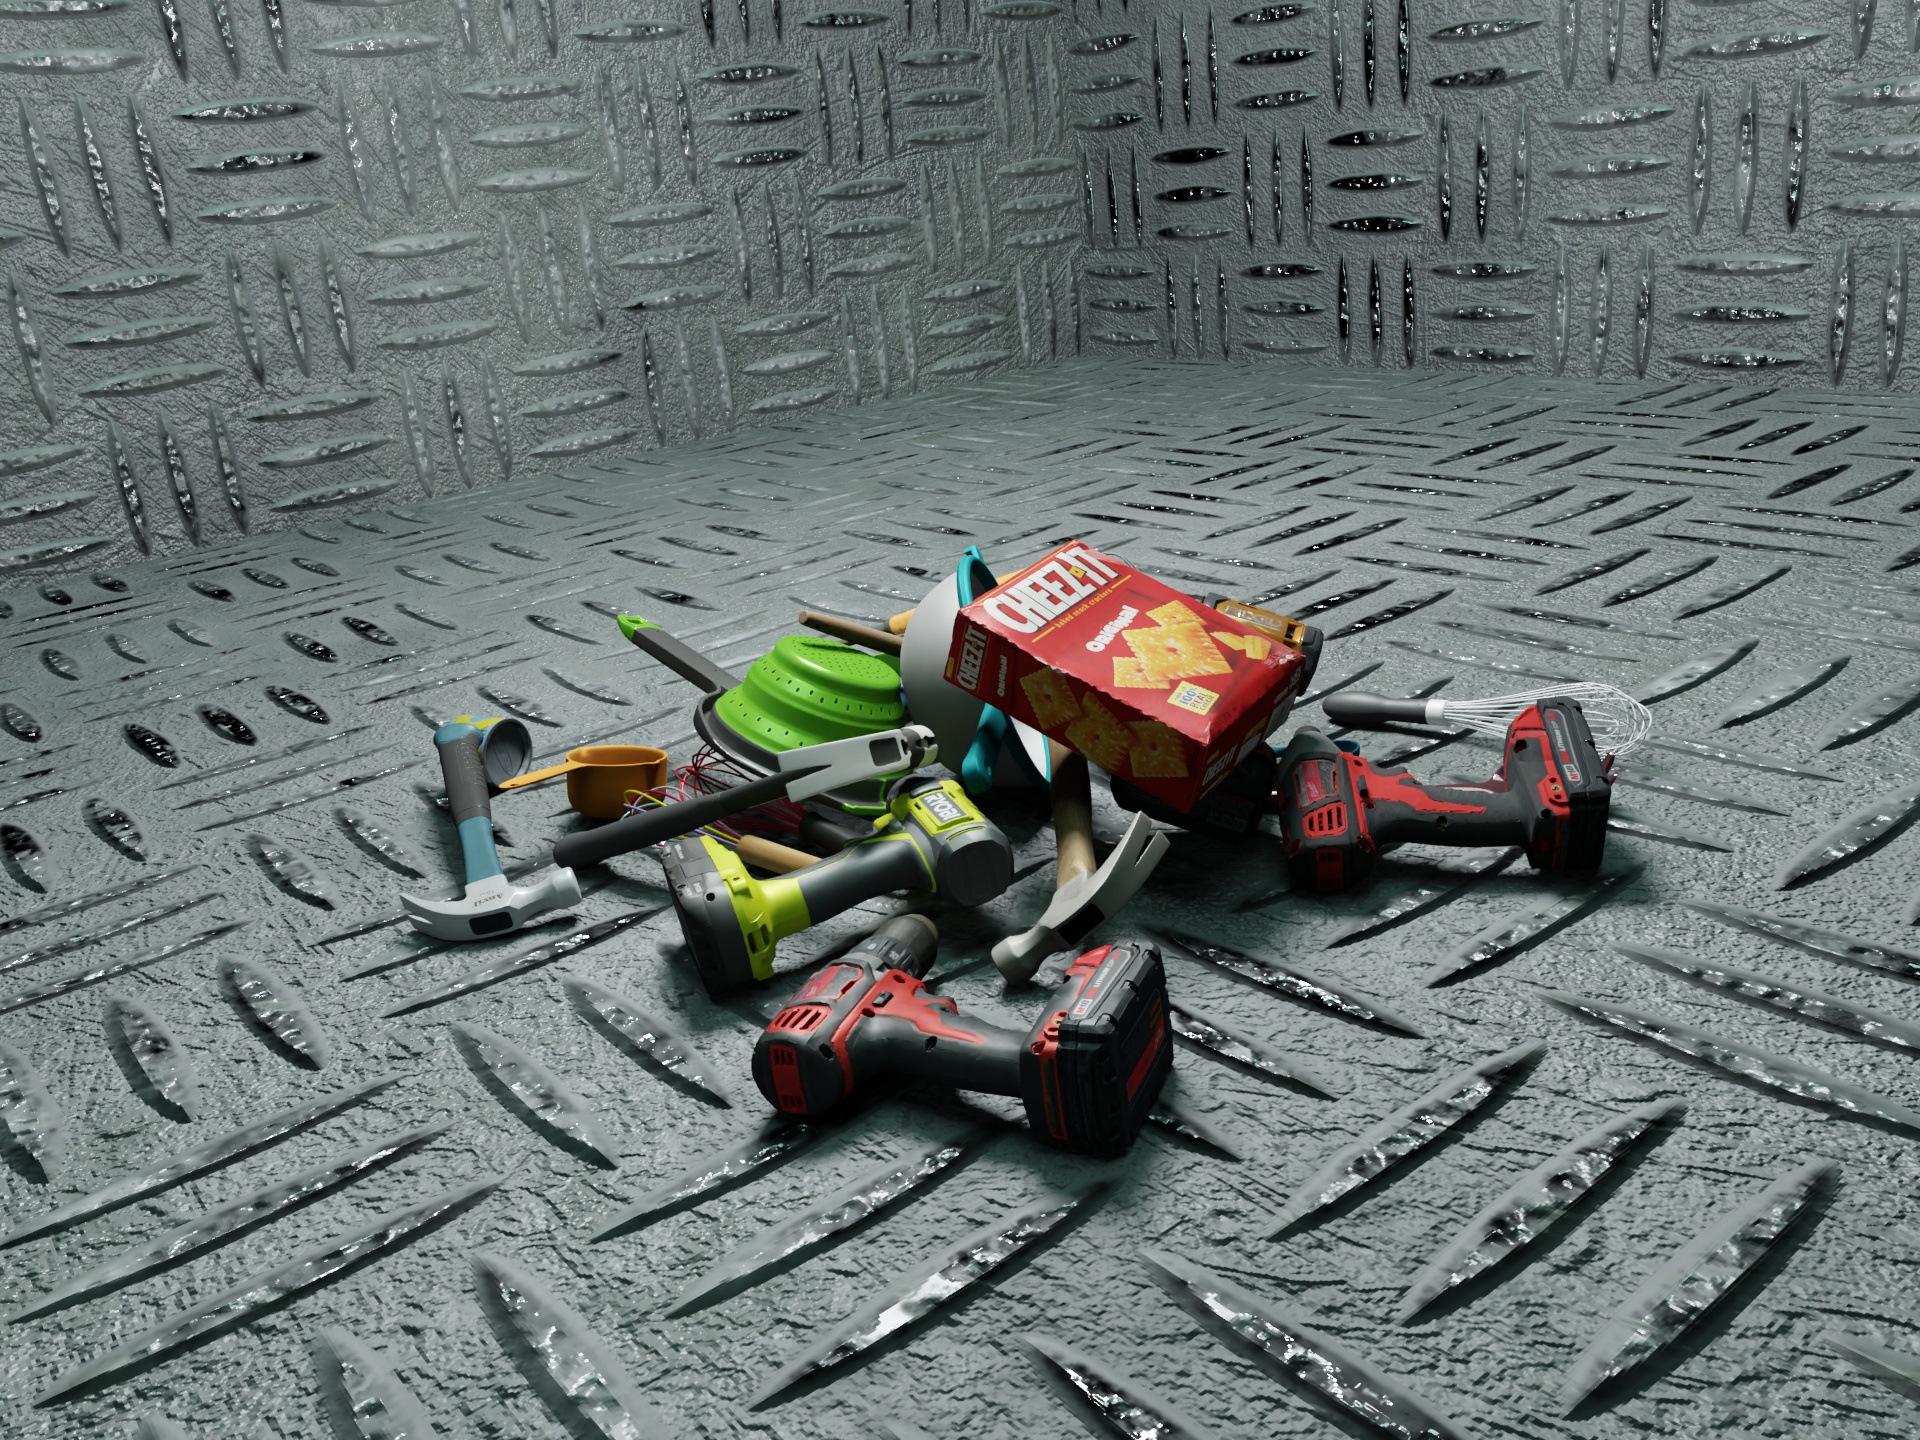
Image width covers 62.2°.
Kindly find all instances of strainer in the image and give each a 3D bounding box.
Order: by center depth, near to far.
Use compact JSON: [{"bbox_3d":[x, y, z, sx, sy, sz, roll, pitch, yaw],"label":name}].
[{"bbox_3d":[-0.002,-0.004,1.286,0.095,0.211,0.340,-19,17,14],"label":"strainer"}]

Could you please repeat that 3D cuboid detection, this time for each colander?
[{"bbox_3d":[-0.171,-0.045,1.392,0.397,0.094,0.204,31,18,37],"label":"colander"}]

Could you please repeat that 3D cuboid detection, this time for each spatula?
[{"bbox_3d":[-0.019,-0.057,1.428,0.315,0.059,0.018,15,36,-43],"label":"spatula"}]

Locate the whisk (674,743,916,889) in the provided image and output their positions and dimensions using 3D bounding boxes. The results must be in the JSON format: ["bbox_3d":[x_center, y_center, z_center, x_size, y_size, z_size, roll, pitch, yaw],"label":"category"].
[{"bbox_3d":[-0.134,0.079,1.287,0.073,0.073,0.296,-23,32,-39],"label":"whisk"}]

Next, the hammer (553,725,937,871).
[{"bbox_3d":[-0.188,0.066,1.204,0.335,0.035,0.146,-18,-4,32],"label":"hammer"}]

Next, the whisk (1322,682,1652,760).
[{"bbox_3d":[0.438,-0.005,1.351,0.285,0.070,0.070,5,22,40],"label":"whisk"}]

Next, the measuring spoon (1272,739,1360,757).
[{"bbox_3d":[0.276,0.035,1.347,0.129,0.021,0.042,-4,18,33],"label":"measuring spoon"}]

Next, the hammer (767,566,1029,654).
[{"bbox_3d":[-0.043,-0.109,1.674,0.337,0.034,0.127,-19,4,-3],"label":"hammer"}]

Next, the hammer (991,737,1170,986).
[{"bbox_3d":[0.084,0.067,1.165,0.130,0.031,0.331,-37,17,16],"label":"hammer"}]

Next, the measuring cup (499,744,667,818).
[{"bbox_3d":[-0.324,0.061,1.358,0.095,0.052,0.173,8,14,32],"label":"measuring cup"}]

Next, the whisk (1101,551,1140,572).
[{"bbox_3d":[0.186,-0.065,1.442,0.055,0.055,0.239,-19,60,-31],"label":"whisk"}]

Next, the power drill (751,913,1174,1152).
[{"bbox_3d":[0.009,0.174,0.954,0.227,0.080,0.188,0,20,25],"label":"power drill"}]

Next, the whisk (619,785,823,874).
[{"bbox_3d":[-0.190,0.095,1.277,0.245,0.047,0.051,14,26,37],"label":"whisk"}]

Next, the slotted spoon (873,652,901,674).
[{"bbox_3d":[0.019,-0.098,1.663,0.070,0.031,0.314,-8,12,39],"label":"slotted spoon"}]

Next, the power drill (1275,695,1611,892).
[{"bbox_3d":[0.338,0.050,1.144,0.219,0.078,0.143,-6,41,8],"label":"power drill"}]

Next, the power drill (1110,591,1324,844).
[{"bbox_3d":[0.183,-0.022,1.276,0.185,0.084,0.226,18,46,9],"label":"power drill"}]

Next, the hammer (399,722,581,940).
[{"bbox_3d":[-0.404,0.082,1.322,0.128,0.033,0.331,-19,30,-14],"label":"hammer"}]

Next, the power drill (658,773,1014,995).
[{"bbox_3d":[-0.092,0.104,1.133,0.223,0.080,0.171,-18,22,-14],"label":"power drill"}]

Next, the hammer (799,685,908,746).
[{"bbox_3d":[-0.045,-0.030,1.589,0.144,0.035,0.405,8,24,34],"label":"hammer"}]

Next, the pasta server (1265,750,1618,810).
[{"bbox_3d":[0.340,0.053,1.236,0.316,0.040,0.060,-3,42,14],"label":"pasta server"}]
